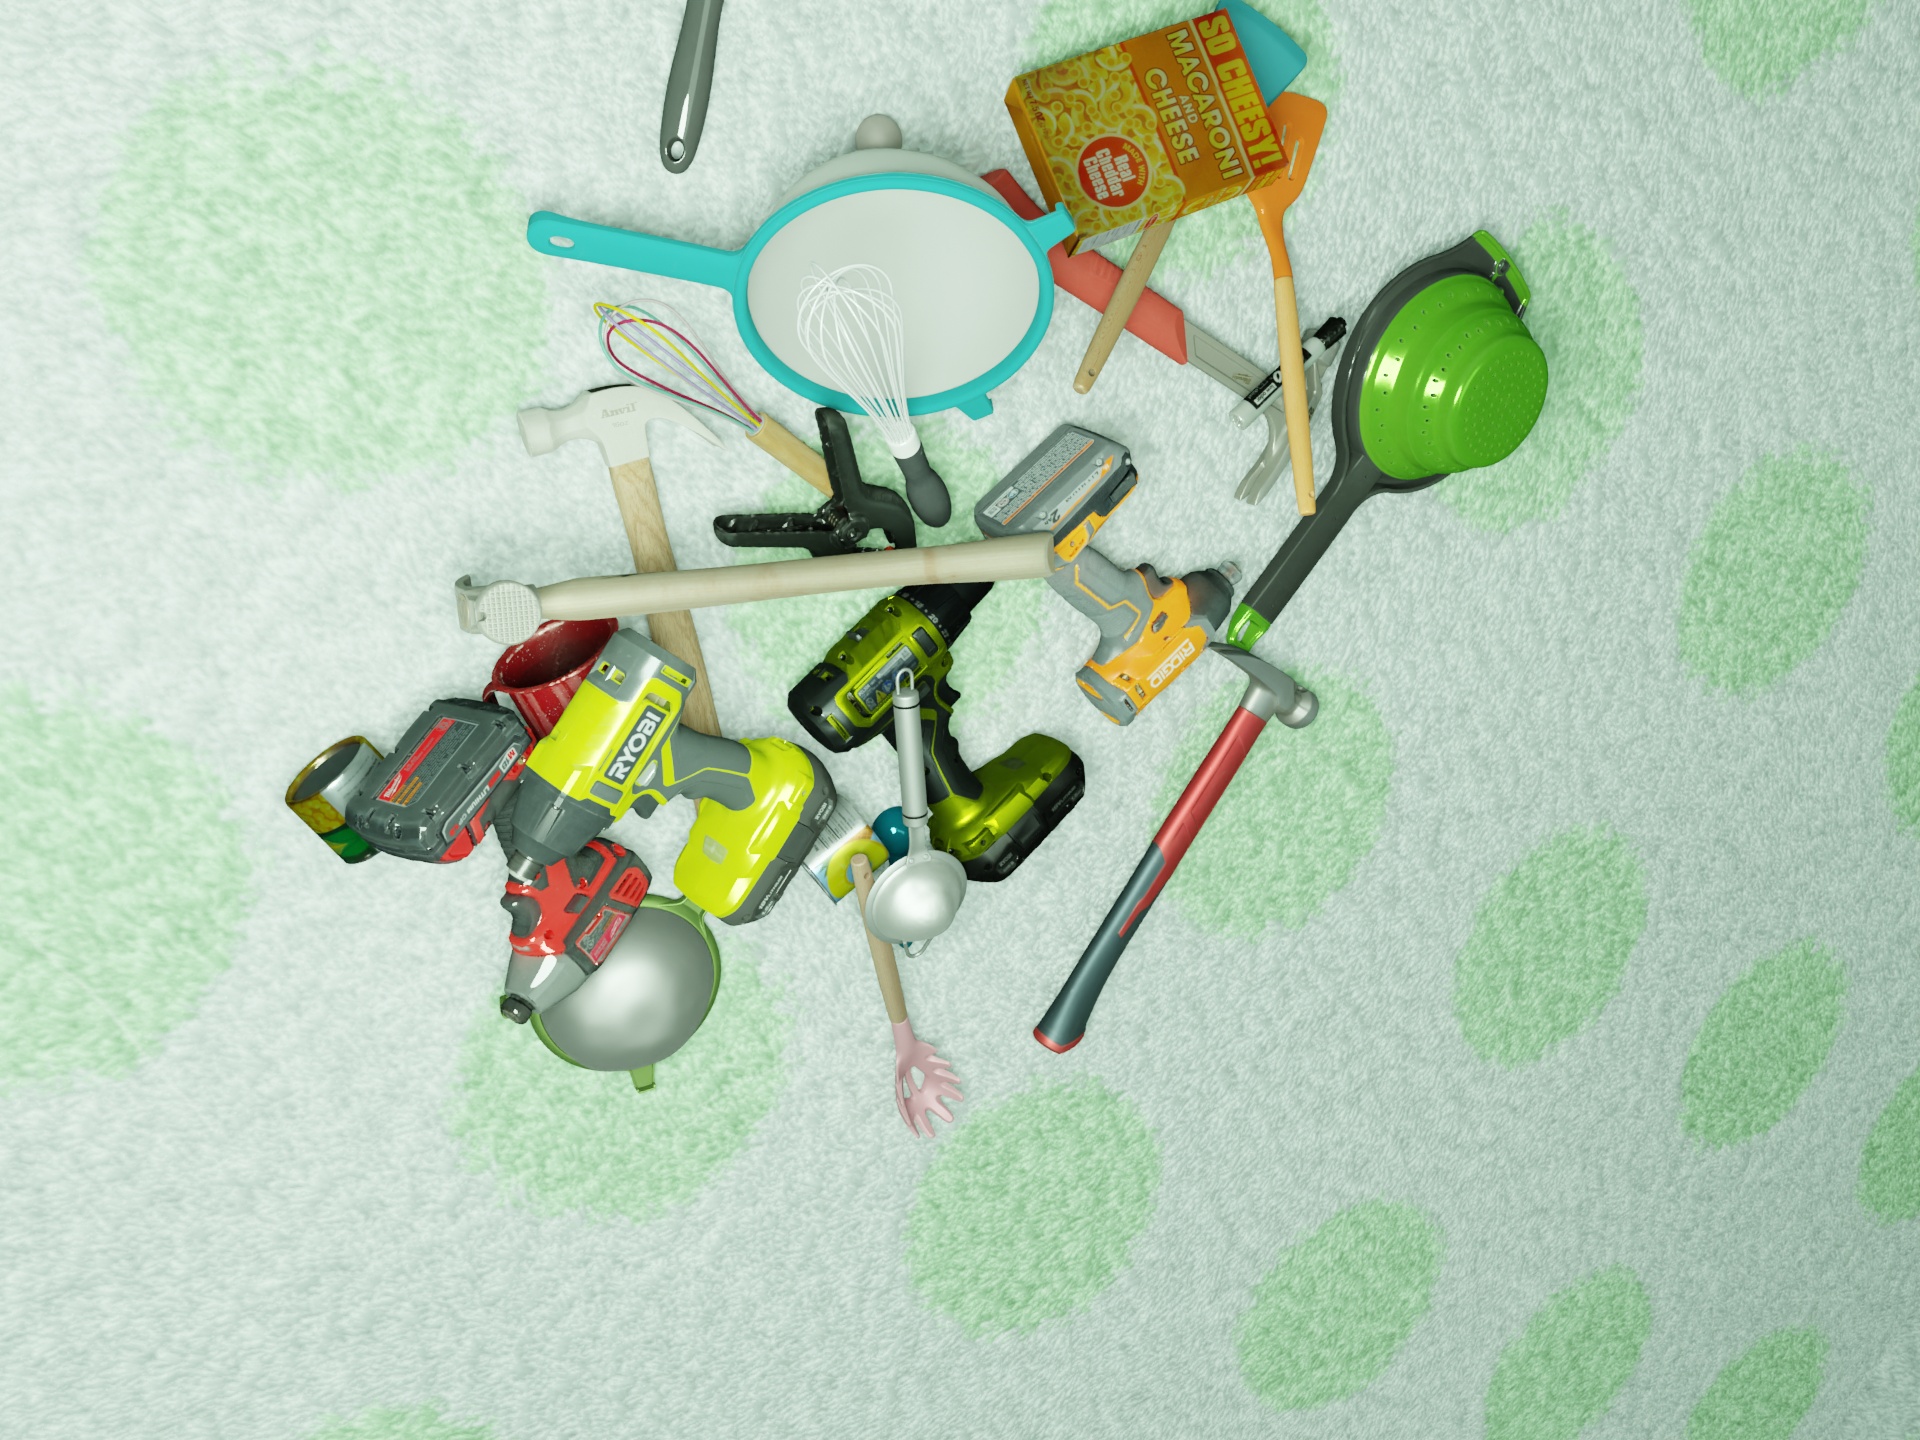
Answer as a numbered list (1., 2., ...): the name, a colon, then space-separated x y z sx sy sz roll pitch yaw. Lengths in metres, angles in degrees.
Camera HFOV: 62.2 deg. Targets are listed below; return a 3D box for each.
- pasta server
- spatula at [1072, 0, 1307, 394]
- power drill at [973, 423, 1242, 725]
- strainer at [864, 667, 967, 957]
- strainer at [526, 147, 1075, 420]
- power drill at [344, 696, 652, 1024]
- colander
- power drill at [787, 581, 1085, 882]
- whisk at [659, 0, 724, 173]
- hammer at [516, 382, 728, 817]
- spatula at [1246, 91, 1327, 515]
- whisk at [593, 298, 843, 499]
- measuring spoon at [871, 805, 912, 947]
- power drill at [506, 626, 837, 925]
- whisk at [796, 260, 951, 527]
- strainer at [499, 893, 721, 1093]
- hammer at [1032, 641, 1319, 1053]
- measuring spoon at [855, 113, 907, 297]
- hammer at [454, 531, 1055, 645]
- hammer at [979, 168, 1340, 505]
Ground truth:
1. pasta server: -0.049 0.226 1.284 0.060 0.040 0.315 -35 135 -27
2. spatula: 0.155 -0.377 1.163 0.082 0.044 0.317 30 77 -19
3. power drill: 0.127 -0.122 1.255 0.164 0.084 0.226 -43 126 -7
4. strainer: -0.033 0.080 1.180 0.087 0.050 0.258 -15 118 -23
5. strainer: -0.107 -0.314 1.048 0.340 0.095 0.211 7 147 -15
6. power drill: -0.305 0.100 1.078 0.143 0.079 0.219 -59 142 -30
7. colander: 0.366 -0.207 1.319 0.204 0.095 0.397 31 97 -42
8. power drill: -0.002 -0.004 1.235 0.190 0.080 0.228 -45 120 -14
9. whisk: -0.155 -0.466 1.003 0.055 0.055 0.239 6 110 -28
10. hammer: -0.205 -0.076 1.131 0.130 0.031 0.331 -20 117 -19
11. spatula: 0.257 -0.320 1.228 0.081 0.041 0.322 -3 86 -30
12. whisk: -0.153 -0.211 1.081 0.244 0.047 0.051 33 50 -43
13. measuring spoon: -0.046 0.132 1.294 0.042 0.021 0.128 -13 112 -22
14. power drill: -0.196 0.054 1.078 0.171 0.080 0.223 -59 144 -3
15. whisk: -0.048 -0.210 1.084 0.070 0.070 0.284 -42 152 -7
16. strainer: -0.211 0.171 1.198 0.256 0.069 0.151 -50 122 0
17. hammer: 0.165 0.116 1.377 0.143 0.038 0.386 27 96 -41
18. measuring spoon: -0.049 -0.358 1.111 0.034 0.018 0.124 -17 116 -21
19. hammer: -0.127 -0.096 1.073 0.410 0.146 0.038 -8 101 -24
20. hammer: 0.138 -0.302 1.216 0.358 0.037 0.149 23 97 -32
